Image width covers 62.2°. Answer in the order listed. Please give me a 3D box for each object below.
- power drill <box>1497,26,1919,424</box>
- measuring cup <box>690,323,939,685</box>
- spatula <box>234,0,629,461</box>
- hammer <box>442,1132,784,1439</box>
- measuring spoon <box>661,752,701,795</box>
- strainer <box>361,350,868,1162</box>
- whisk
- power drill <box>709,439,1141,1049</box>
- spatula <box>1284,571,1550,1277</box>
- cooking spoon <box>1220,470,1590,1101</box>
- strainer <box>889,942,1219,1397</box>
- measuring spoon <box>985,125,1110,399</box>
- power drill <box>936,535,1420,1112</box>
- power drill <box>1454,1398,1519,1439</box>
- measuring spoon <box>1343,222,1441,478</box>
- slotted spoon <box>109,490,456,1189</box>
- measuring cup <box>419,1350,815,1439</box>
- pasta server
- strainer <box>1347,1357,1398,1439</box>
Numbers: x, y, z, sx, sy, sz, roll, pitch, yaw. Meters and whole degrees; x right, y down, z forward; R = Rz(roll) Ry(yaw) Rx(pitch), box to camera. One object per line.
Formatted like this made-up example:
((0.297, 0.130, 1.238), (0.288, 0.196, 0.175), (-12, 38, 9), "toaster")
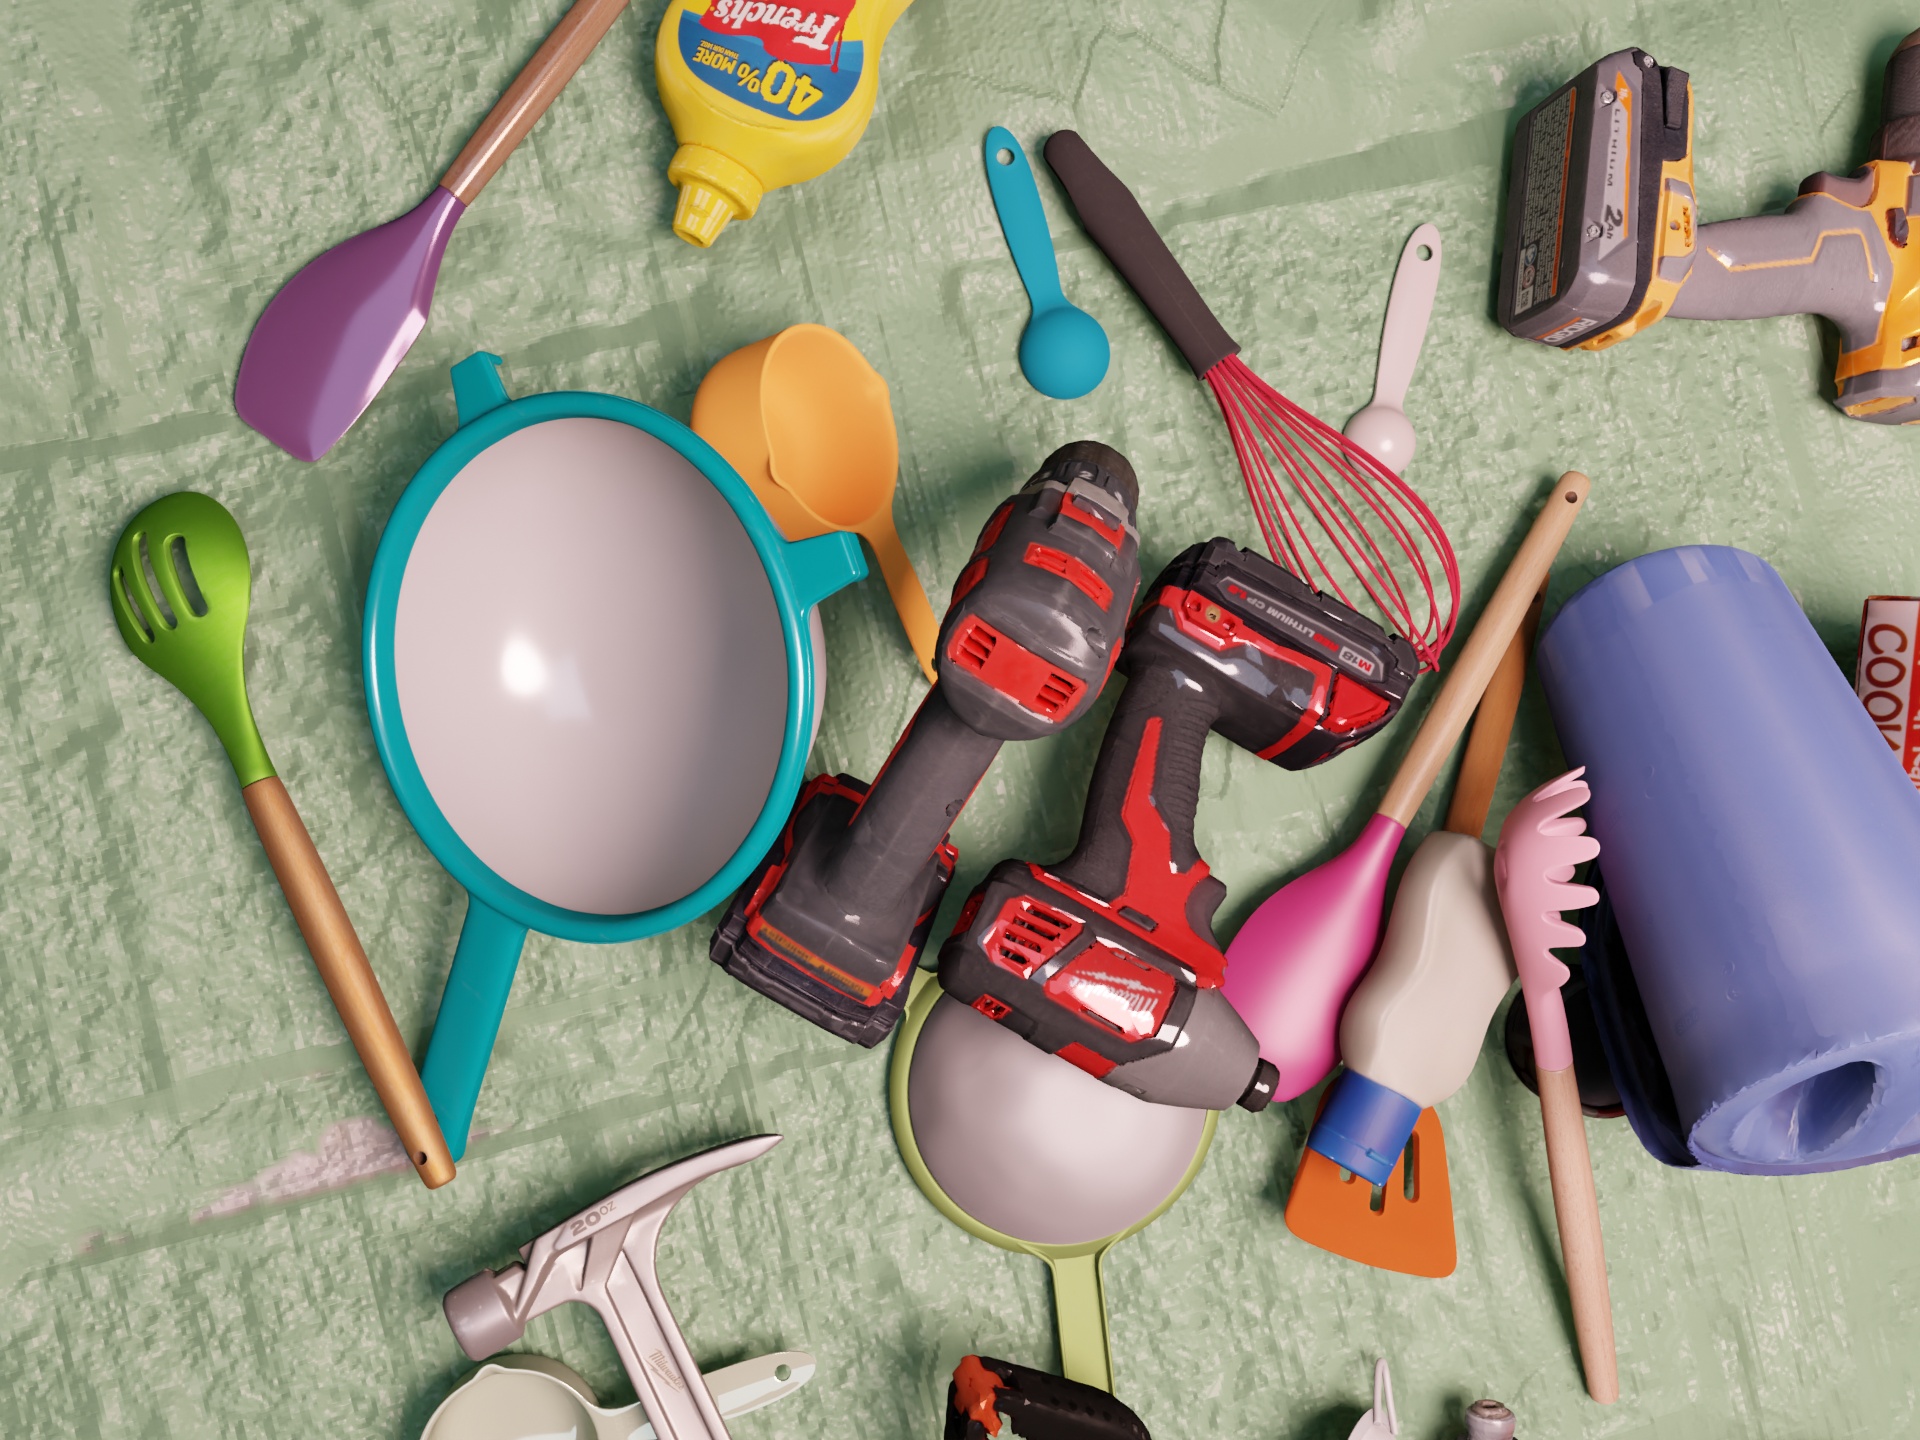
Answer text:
((0.373, -0.243, 0.729), (0.226, 0.084, 0.185), (7, 87, -10), "power drill")
((-0.056, -0.083, 0.689), (0.052, 0.095, 0.173), (-7, 119, 34), "measuring cup")
((-0.209, -0.251, 0.696), (0.060, 0.018, 0.316), (37, 86, -3), "spatula")
((-0.065, 0.356, 0.642), (0.149, 0.036, 0.359), (-26, 84, -16), "hammer")
((-0.087, 0.058, 0.702), (0.117, 0.011, 0.021), (44, 85, -3), "measuring spoon")
((-0.153, 0.034, 0.661), (0.211, 0.095, 0.340), (28, 108, 20), "strainer")
((0.127, -0.144, 0.710), (0.073, 0.073, 0.296), (-35, 87, -6), "whisk")
((-0.001, -0.002, 0.628), (0.080, 0.188, 0.226), (30, 121, -4), "power drill")
((0.222, 0.083, 0.720), (0.081, 0.041, 0.322), (18, 86, -4), "spatula")
((0.204, 0.023, 0.710), (0.069, 0.017, 0.319), (30, 82, 2), "cooking spoon")
((0.051, 0.215, 0.683), (0.151, 0.069, 0.256), (-6, 87, -6), "strainer")
((0.036, -0.209, 0.718), (0.042, 0.021, 0.128), (-18, 91, -6), "measuring spoon")
((0.098, 0.048, 0.658), (0.143, 0.078, 0.220), (30, 69, -1), "power drill")
((0.316, 0.383, 0.703), (0.226, 0.084, 0.164), (-1, 88, -2), "power drill")
((0.206, -0.173, 0.737), (0.034, 0.018, 0.124), (14, 86, -5), "measuring spoon")
((-0.278, 0.048, 0.659), (0.070, 0.031, 0.314), (-26, 87, 13), "slotted spoon")
((-0.145, 0.296, 0.679), (0.167, 0.038, 0.083), (-14, 88, -12), "measuring cup")
((0.265, 0.168, 0.679), (0.040, 0.060, 0.316), (-8, 111, 20), "pasta server")
((0.150, 0.403, 0.670), (0.086, 0.050, 0.258), (45, 67, -47), "strainer")
